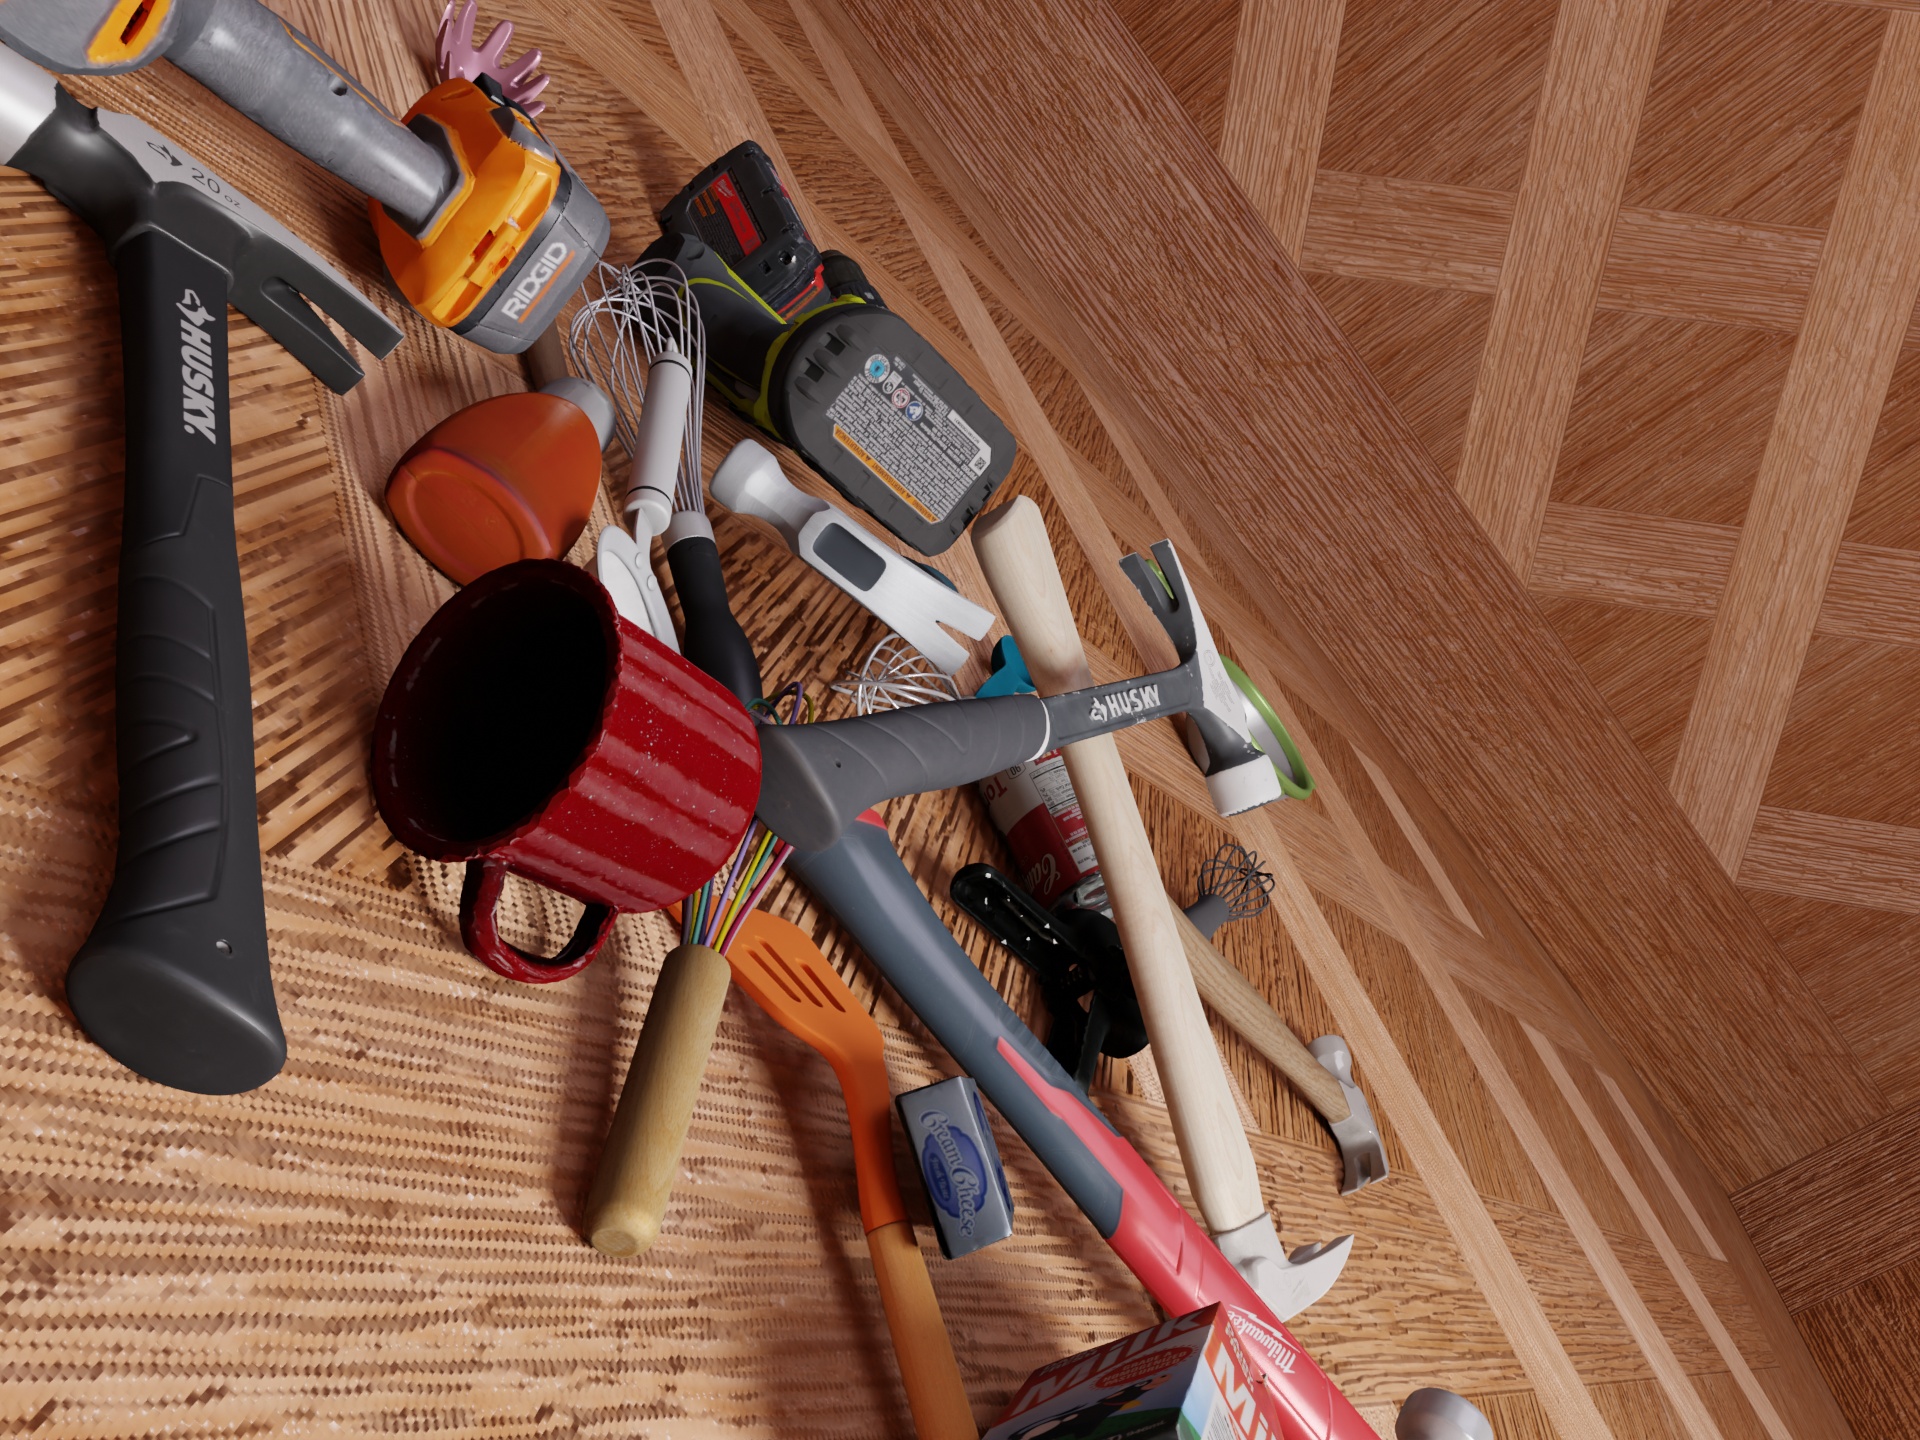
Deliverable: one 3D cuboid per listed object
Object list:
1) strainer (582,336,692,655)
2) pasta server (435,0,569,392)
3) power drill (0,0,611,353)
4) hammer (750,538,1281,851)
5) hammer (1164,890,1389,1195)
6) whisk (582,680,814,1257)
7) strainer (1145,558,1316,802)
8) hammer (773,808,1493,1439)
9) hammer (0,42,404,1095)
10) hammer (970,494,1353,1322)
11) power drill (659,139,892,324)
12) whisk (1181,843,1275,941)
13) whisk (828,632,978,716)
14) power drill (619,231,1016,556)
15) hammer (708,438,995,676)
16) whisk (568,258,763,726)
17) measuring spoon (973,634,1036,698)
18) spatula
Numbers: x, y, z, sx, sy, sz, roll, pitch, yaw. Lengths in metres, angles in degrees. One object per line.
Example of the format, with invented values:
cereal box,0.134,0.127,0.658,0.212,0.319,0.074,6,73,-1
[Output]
strainer,-0.126,-0.076,0.630,0.086,0.050,0.259,70,12,-44
pasta server,-0.216,-0.250,0.779,0.060,0.040,0.317,17,40,-43
power drill,-0.255,-0.245,0.593,0.226,0.084,0.164,29,18,-47
hammer,0.037,-0.004,0.684,0.409,0.036,0.149,-11,80,-60
hammer,0.186,0.191,0.975,0.331,0.031,0.130,46,20,-40
whisk,-0.083,0.067,0.518,0.245,0.047,0.051,-82,171,-53
strainer,0.214,-0.024,1.416,0.256,0.069,0.151,58,20,13
hammer,0.052,0.192,0.623,0.386,0.038,0.143,49,45,2
hammer,-0.209,-0.051,0.437,0.146,0.035,0.335,32,28,-49
hammer,0.089,0.082,0.779,0.146,0.038,0.411,5,64,-56
power drill,-0.103,-0.296,1.097,0.226,0.080,0.188,31,29,-57
whisk,0.168,0.125,1.068,0.055,0.055,0.239,57,22,7
whisk,-0.001,-0.003,0.874,0.246,0.059,0.058,20,74,-67
power drill,-0.073,-0.172,0.844,0.171,0.080,0.223,39,-1,-39
hammer,-0.034,-0.074,0.818,0.128,0.033,0.331,38,4,3
whisk,-0.130,-0.107,0.717,0.070,0.070,0.285,30,34,-52
measuring spoon,0.020,-0.018,1.007,0.042,0.021,0.129,53,27,-7
spatula,-0.023,0.188,0.502,0.081,0.041,0.323,28,36,-53
